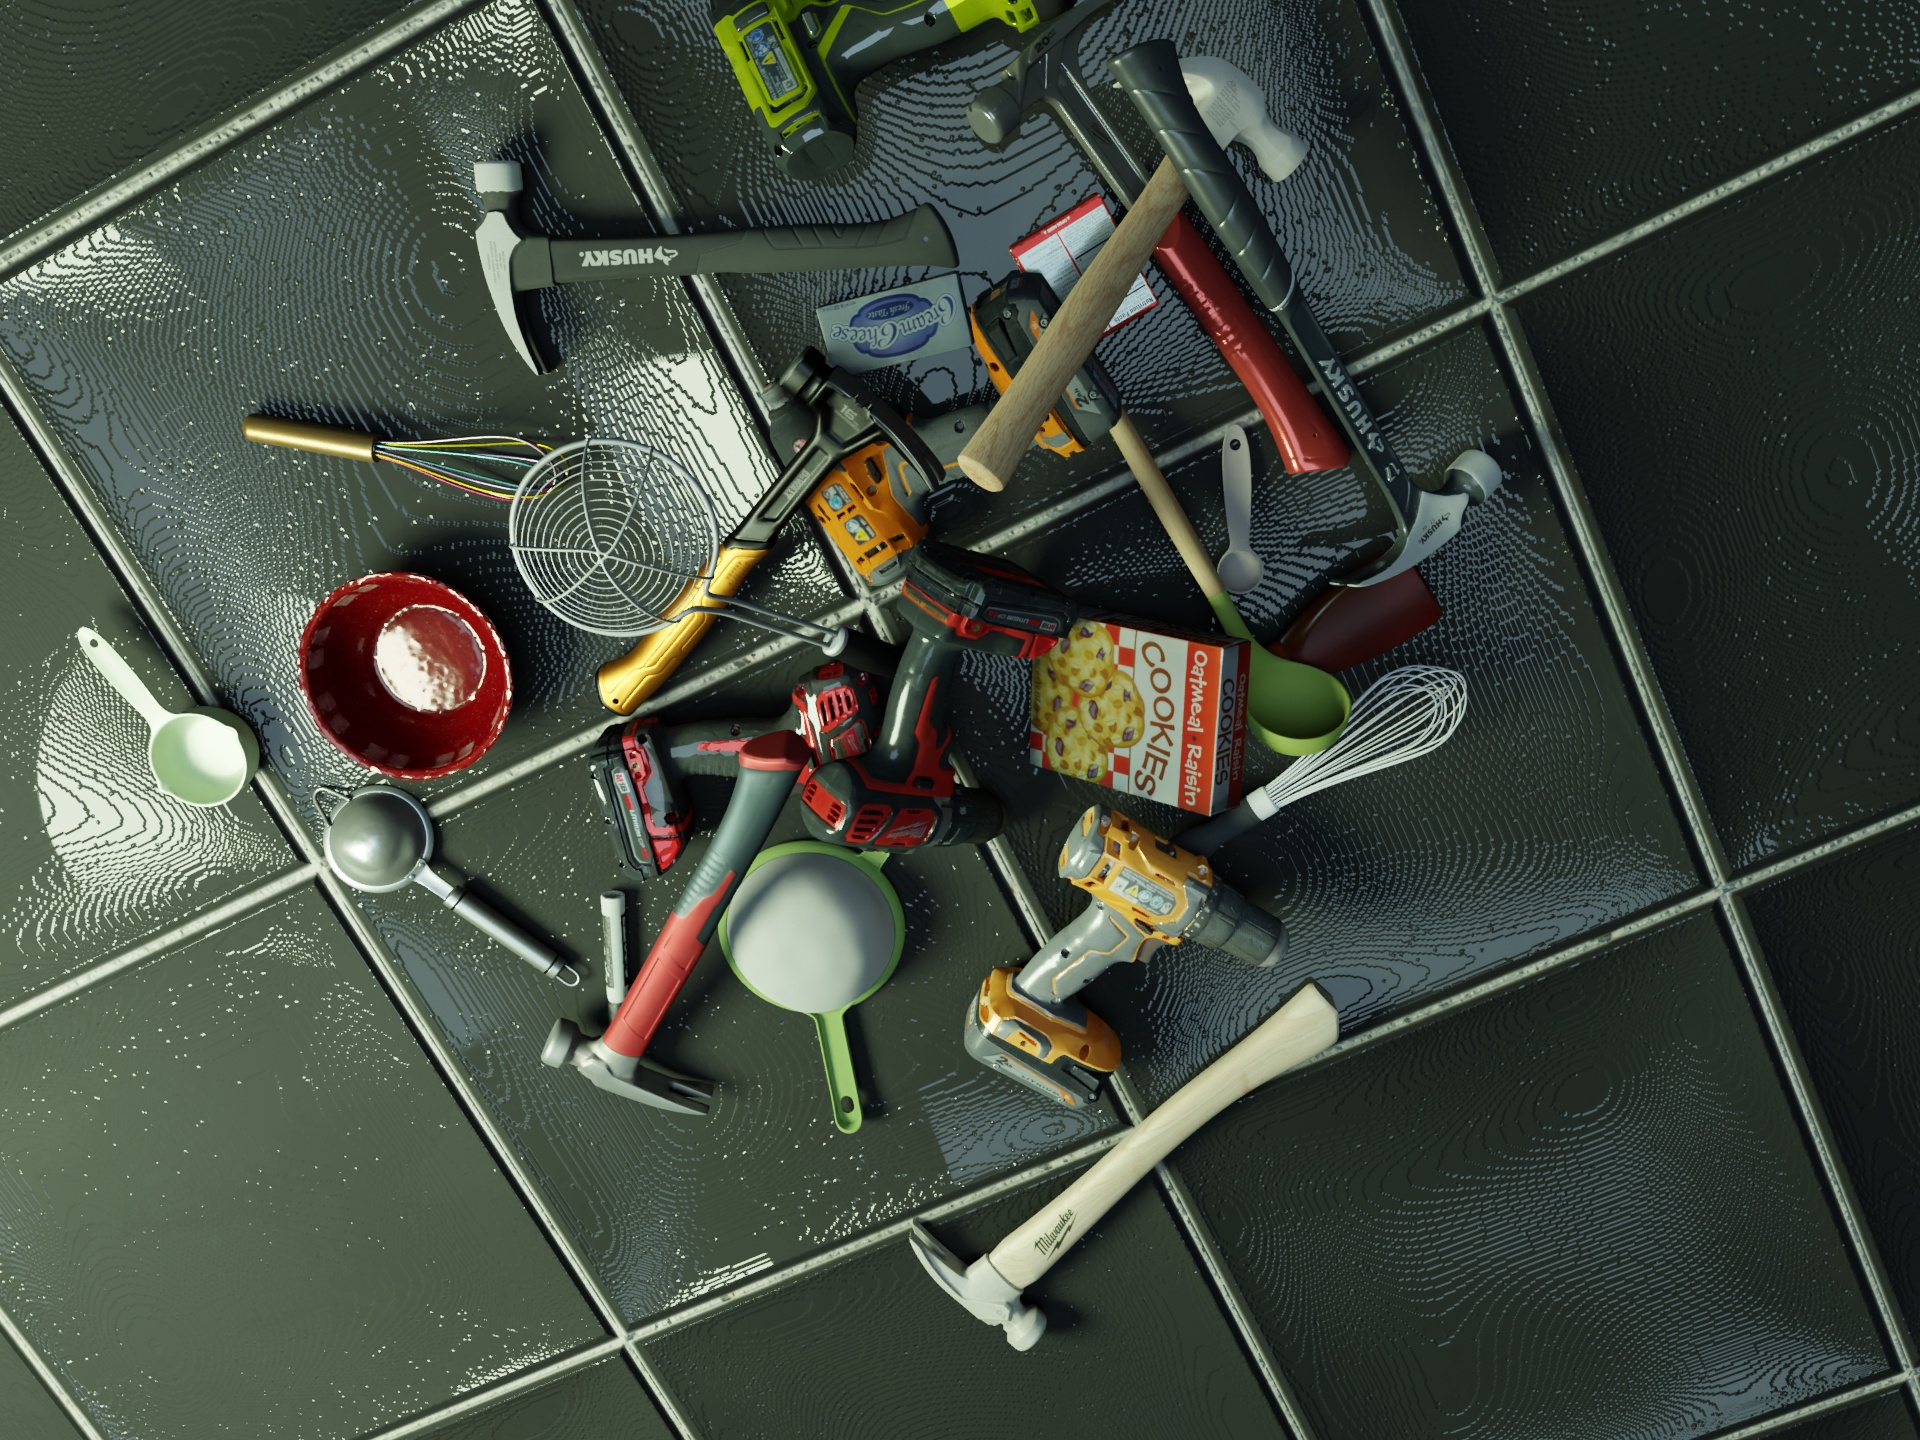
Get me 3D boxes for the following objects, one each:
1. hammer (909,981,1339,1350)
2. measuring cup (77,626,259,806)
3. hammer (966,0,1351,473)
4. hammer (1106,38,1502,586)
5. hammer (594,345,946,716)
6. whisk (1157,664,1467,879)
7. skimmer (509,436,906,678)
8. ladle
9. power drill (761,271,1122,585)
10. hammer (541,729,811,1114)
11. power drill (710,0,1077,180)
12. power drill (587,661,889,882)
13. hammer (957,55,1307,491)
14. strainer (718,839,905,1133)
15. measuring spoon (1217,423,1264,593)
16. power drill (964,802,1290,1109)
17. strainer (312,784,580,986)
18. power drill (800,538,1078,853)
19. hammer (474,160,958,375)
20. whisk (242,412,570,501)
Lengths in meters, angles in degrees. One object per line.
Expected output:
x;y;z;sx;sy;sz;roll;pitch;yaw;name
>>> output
0.142;0.352;1.315;0.146;0.038;0.410;44;103;-9;hammer
-0.614;-0.009;1.232;0.083;0.038;0.167;-36;100;12;measuring cup
0.164;-0.320;1.095;0.149;0.037;0.358;-45;108;-13;hammer
0.218;-0.267;1.055;0.149;0.036;0.408;-45;113;-14;hammer
-0.156;-0.108;1.136;0.127;0.034;0.336;39;122;-12;hammer
0.257;0.045;1.208;0.284;0.070;0.070;-34;103;16;whisk
-0.138;-0.087;1.084;0.127;0.363;0.090;-49;57;17;skimmer
0.176;-0.117;1.134;0.078;0.062;0.320;-30;91;-25;ladle
-0.021;-0.213;1.108;0.226;0.084;0.164;-30;112;20;power drill
-0.189;0.160;1.200;0.143;0.038;0.386;24;124;-13;hammer
-0.052;-0.478;1.033;0.223;0.080;0.171;-26;78;11;power drill
-0.158;0.045;1.213;0.219;0.079;0.143;-14;107;3;power drill
0.097;-0.291;1.029;0.130;0.031;0.331;37;79;-21;hammer
-0.112;0.225;1.267;0.151;0.069;0.256;-8;105;5;strainer
0.204;-0.155;1.171;0.034;0.018;0.124;-3;100;3;measuring spoon
0.127;0.193;1.231;0.185;0.084;0.226;29;113;-7;power drill
-0.409;0.136;1.268;0.258;0.050;0.087;38;90;-13;strainer
-0.002;-0.004;1.155;0.187;0.080;0.226;9;111;-47;power drill
-0.169;-0.324;1.120;0.335;0.035;0.146;-2;106;2;hammer
-0.405;-0.198;1.168;0.245;0.051;0.047;10;86;3;whisk
